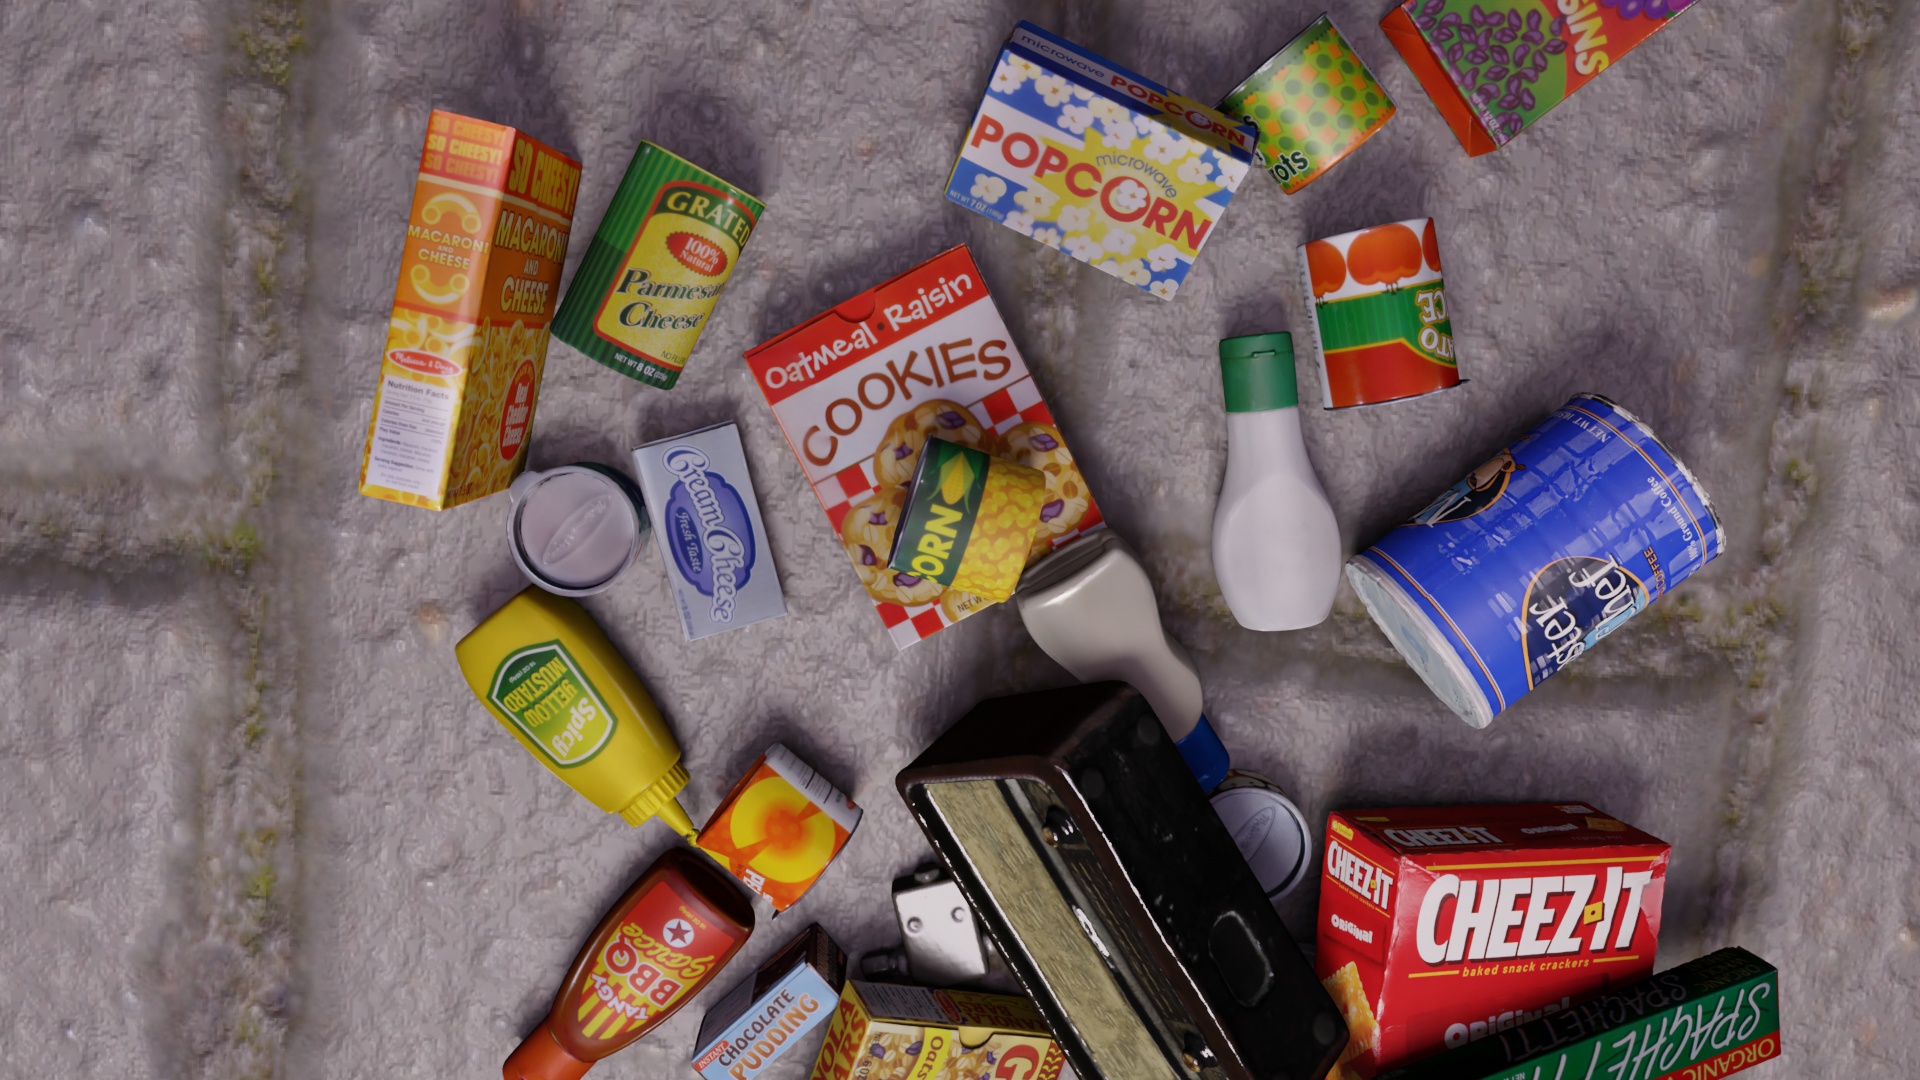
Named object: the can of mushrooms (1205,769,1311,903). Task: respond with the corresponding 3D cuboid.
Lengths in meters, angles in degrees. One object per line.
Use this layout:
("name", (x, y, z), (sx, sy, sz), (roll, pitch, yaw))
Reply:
("can of mushrooms", (0.146, 0.155, 0.730), (0.071, 0.033, 0.071), (0, 98, -1))

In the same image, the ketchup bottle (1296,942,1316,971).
("ketchup bottle", (0.170, 0.291, 0.742), (0.065, 0.043, 0.148), (14, 96, -8))

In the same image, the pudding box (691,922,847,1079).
("pudding box", (-0.099, 0.246, 0.728), (0.083, 0.050, 0.030), (-42, 98, 4))

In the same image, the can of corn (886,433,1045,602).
("can of corn", (0.002, -0.008, 0.647), (0.058, 0.071, 0.071), (17, 97, -5))

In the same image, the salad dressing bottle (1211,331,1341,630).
("salad dressing bottle", (0.156, -0.030, 0.702), (0.064, 0.044, 0.147), (-6, 96, 2))

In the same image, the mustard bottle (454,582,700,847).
("mustard bottle", (-0.184, 0.096, 0.708), (0.065, 0.049, 0.160), (-40, 96, 7))

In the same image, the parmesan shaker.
("parmesan shaker", (-0.144, -0.131, 0.674), (0.071, 0.071, 0.103), (27, 97, -4))

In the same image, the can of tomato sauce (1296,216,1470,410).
("can of tomato sauce", (0.206, -0.111, 0.680), (0.071, 0.071, 0.083), (-12, 97, 1))

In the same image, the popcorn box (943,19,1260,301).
("popcorn box", (0.066, -0.180, 0.663), (0.127, 0.038, 0.084), (24, 134, -4))

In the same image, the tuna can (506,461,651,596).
("tuna can", (-0.194, -0.008, 0.703), (0.071, 0.033, 0.071), (0, 97, -1))

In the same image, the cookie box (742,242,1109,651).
("cookie box", (-0.014, -0.047, 0.698), (0.123, 0.040, 0.167), (-27, 97, 3))

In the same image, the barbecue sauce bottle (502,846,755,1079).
("barbecue sauce bottle", (-0.178, 0.234, 0.728), (0.065, 0.044, 0.148), (42, 95, -7))

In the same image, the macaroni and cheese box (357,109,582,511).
("macaroni and cheese box", (-0.224, -0.104, 0.645), (0.040, 0.124, 0.166), (13, 97, -4))

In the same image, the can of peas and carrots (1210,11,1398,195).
("can of peas and carrots", (0.164, -0.208, 0.668), (0.071, 0.071, 0.058), (-40, 97, 4))

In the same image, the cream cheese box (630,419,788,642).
("cream cheese box", (-0.127, -0.005, 0.703), (0.053, 0.024, 0.103), (-17, 98, -17))

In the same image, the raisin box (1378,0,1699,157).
("raisin box", (0.282, -0.260, 0.678), (0.123, 0.040, 0.086), (-36, 96, 3))

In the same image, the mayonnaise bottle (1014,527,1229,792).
("mayonnaise bottle", (0.087, 0.066, 0.694), (0.065, 0.041, 0.147), (-30, 115, 8))

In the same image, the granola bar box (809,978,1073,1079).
("granola bar box", (-0.026, 0.317, 0.721), (0.124, 0.039, 0.165), (16, 97, -28))

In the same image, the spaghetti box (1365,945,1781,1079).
("spaghetti box", (0.282, 0.253, 0.658), (0.251, 0.029, 0.050), (-13, 102, -16))

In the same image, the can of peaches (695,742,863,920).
("can of peaches", (-0.094, 0.147, 0.707), (0.058, 0.071, 0.071), (41, 95, -5))
